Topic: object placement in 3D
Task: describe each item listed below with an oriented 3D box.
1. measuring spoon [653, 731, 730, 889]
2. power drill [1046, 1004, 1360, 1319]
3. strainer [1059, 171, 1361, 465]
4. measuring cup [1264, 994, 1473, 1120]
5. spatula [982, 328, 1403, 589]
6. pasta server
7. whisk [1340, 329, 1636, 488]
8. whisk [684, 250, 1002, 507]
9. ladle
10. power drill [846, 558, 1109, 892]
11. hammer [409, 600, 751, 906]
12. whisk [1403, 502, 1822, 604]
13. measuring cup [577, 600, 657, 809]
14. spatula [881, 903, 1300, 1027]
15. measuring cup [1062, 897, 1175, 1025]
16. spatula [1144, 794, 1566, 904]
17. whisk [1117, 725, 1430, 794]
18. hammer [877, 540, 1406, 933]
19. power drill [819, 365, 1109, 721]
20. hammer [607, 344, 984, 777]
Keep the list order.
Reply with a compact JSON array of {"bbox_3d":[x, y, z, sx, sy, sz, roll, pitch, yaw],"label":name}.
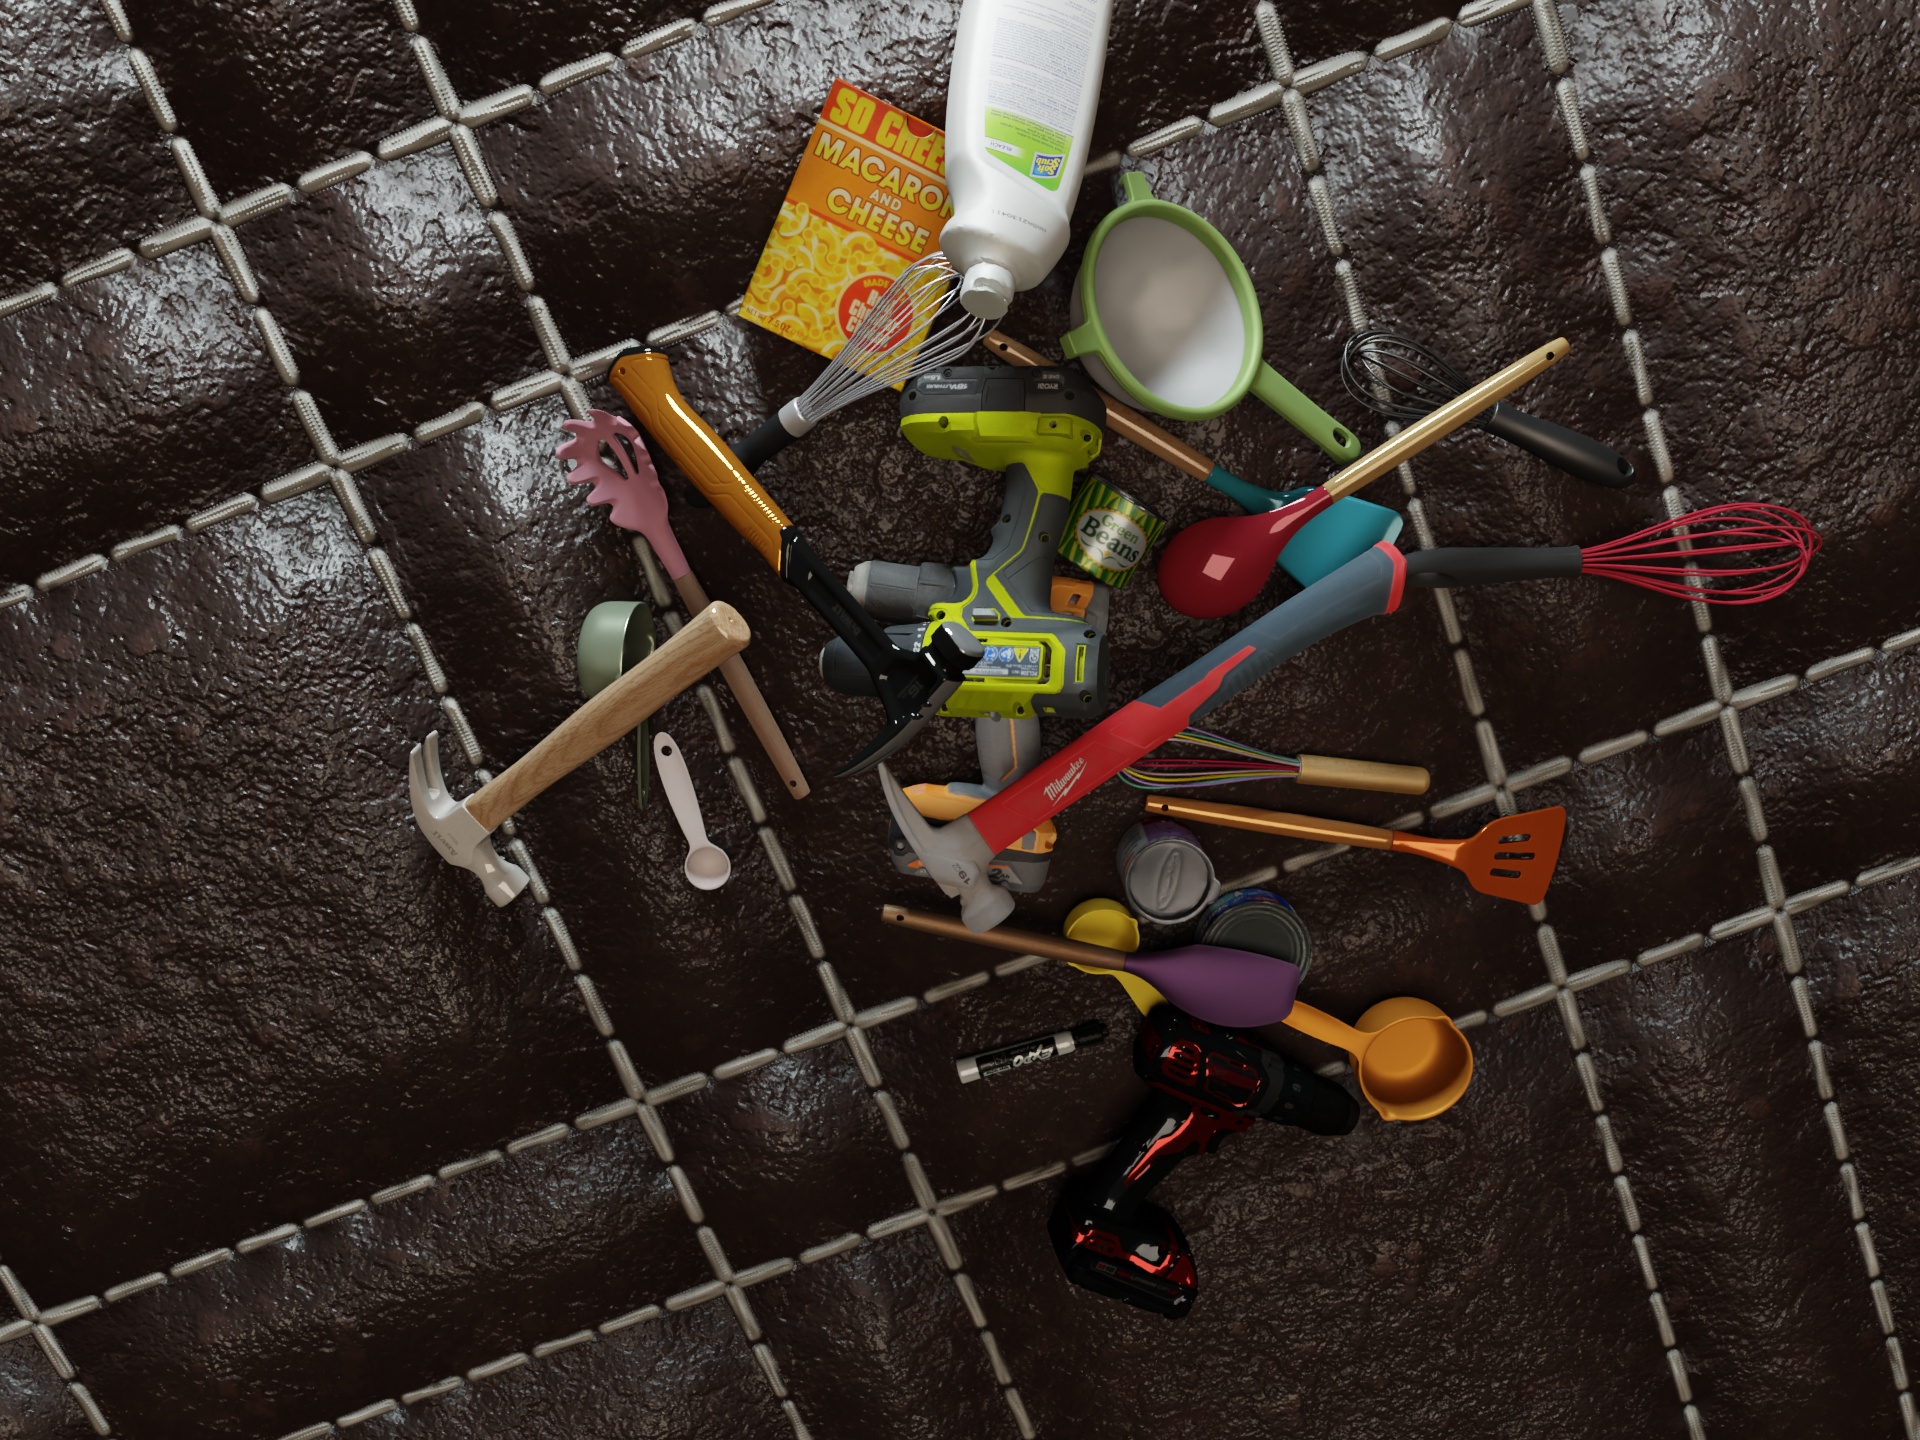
[{"bbox_3d":[-0.202,0.066,1.185,0.034,0.018,0.124,-18,98,3],"label":"measuring spoon"},{"bbox_3d":[0.188,0.345,1.236,0.187,0.080,0.226,24,100,-14],"label":"power drill"},{"bbox_3d":[0.167,-0.242,1.090,0.256,0.069,0.151,30,66,-26],"label":"strainer"},{"bbox_3d":[0.307,0.241,1.226,0.173,0.052,0.095,25,103,-6],"label":"measuring cup"},{"bbox_3d":[0.155,-0.187,1.111,0.317,0.044,0.082,29,104,-8],"label":"spatula"},{"bbox_3d":[-0.187,-0.077,1.132,0.060,0.040,0.316,-22,106,17],"label":"pasta server"},{"bbox_3d":[0.370,-0.211,1.111,0.239,0.055,0.055,20,103,-11],"label":"whisk"},{"bbox_3d":[-0.085,-0.218,1.053,0.284,0.070,0.070,-31,105,29],"label":"whisk"},{"bbox_3d":[0.274,-0.167,1.085,0.315,0.031,0.069,-33,101,8],"label":"ladle"},{"bbox_3d":[-0.002,-0.004,1.138,0.185,0.084,0.226,9,100,-3],"label":"power drill"},{"bbox_3d":[-0.266,0.012,1.094,0.331,0.031,0.130,-33,106,31],"label":"hammer"},{"bbox_3d":[0.459,-0.114,1.133,0.296,0.073,0.073,-2,105,4],"label":"whisk"},{"bbox_3d":[-0.245,-0.008,1.141,0.038,0.083,0.167,6,120,5],"label":"measuring cup"},{"bbox_3d":[0.096,0.176,1.183,0.316,0.018,0.060,12,97,-2],"label":"spatula"},{"bbox_3d":[0.133,0.196,1.227,0.062,0.029,0.156,-34,115,10],"label":"measuring cup"},{"bbox_3d":[0.298,0.084,1.200,0.322,0.041,0.081,9,105,0],"label":"spatula"},{"bbox_3d":[0.228,0.037,1.174,0.245,0.047,0.051,6,104,-7],"label":"whisk"},{"bbox_3d":[0.130,-0.018,1.087,0.386,0.038,0.143,-34,97,0],"label":"hammer"},{"bbox_3d":[0.007,-0.113,1.059,0.190,0.080,0.228,3,81,15],"label":"power drill"},{"bbox_3d":[-0.131,-0.119,1.047,0.127,0.034,0.337,-47,72,21],"label":"hammer"}]
